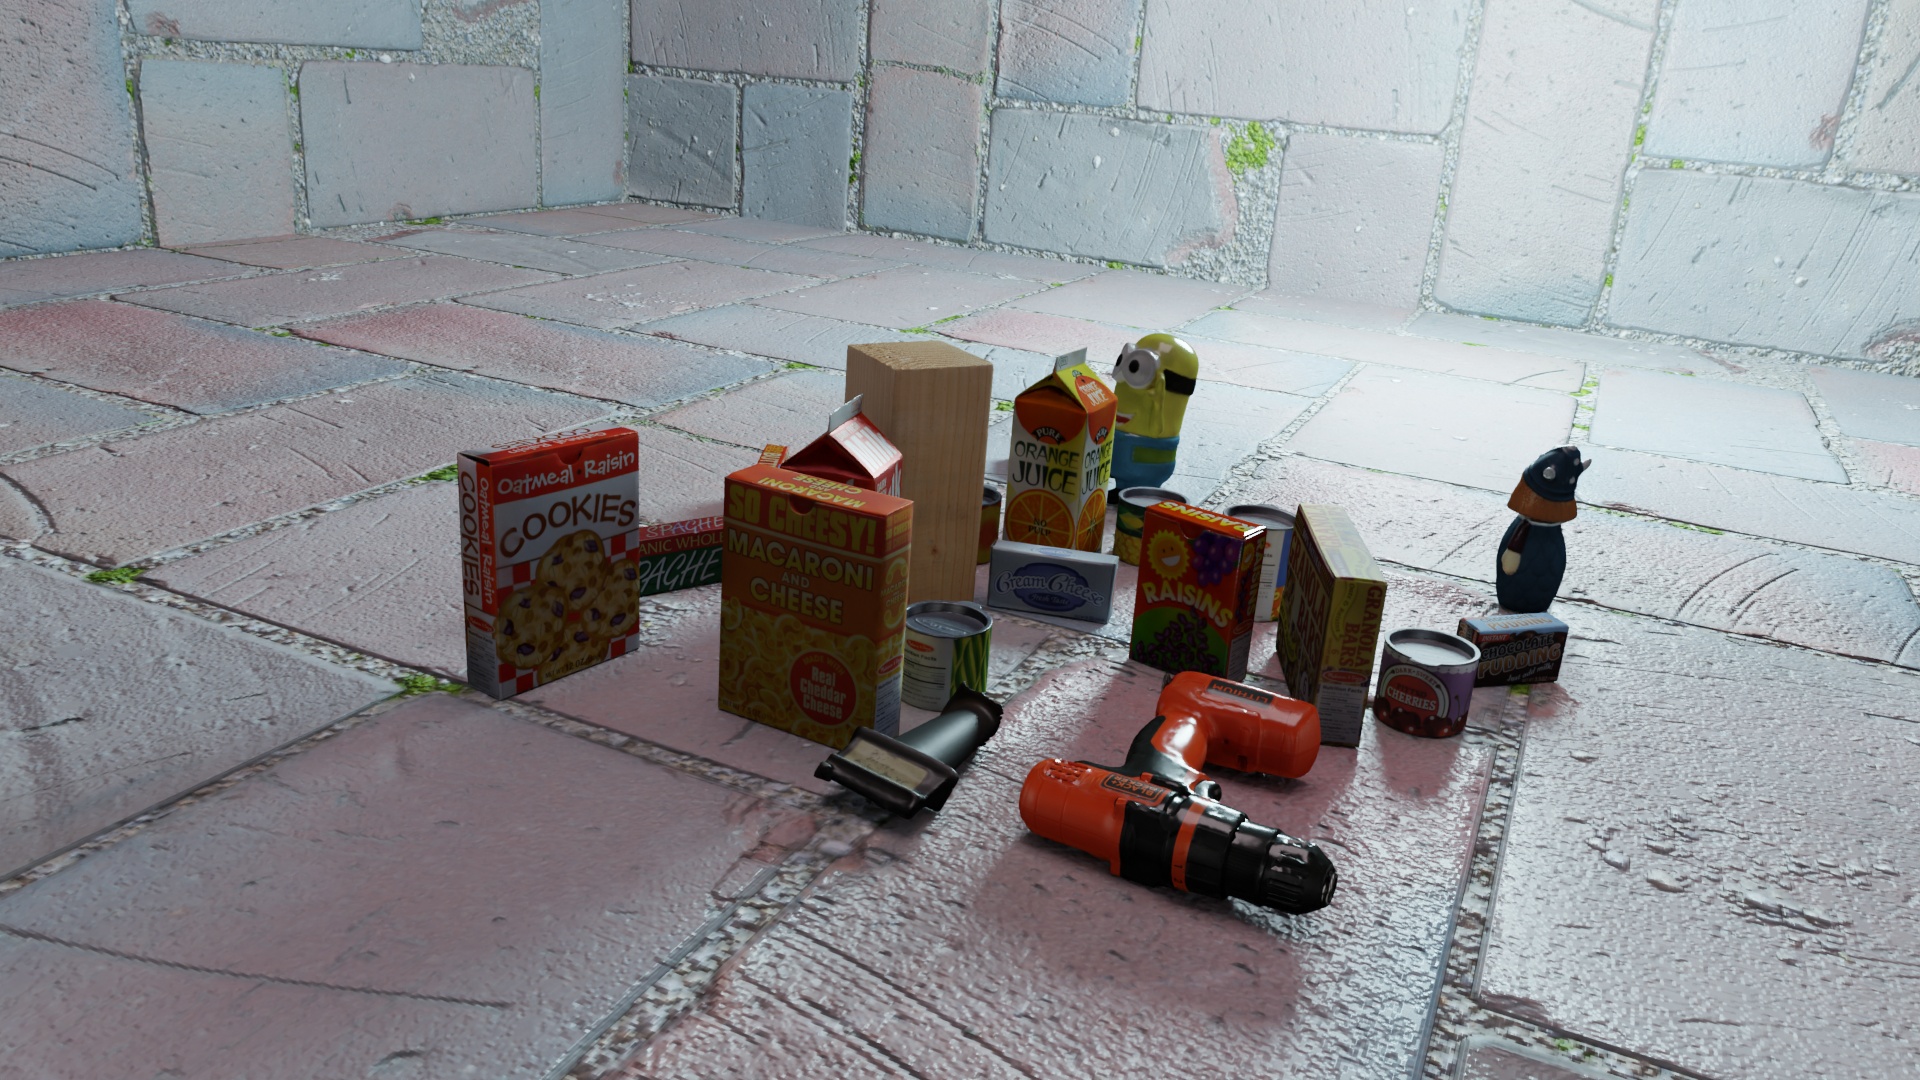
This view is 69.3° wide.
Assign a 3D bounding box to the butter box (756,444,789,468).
[{"bbox_3d":[-0.182,-0.054,1.332,0.024,0.053,0.104,4,19,-2],"label":"butter box"}]

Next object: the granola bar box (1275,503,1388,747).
[{"bbox_3d":[0.265,0.057,1.009,0.039,0.123,0.166,5,19,3],"label":"granola bar box"}]

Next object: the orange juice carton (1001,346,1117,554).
[{"bbox_3d":[0.090,-0.075,1.241,0.073,0.192,0.072,14,21,25],"label":"orange juice carton"}]

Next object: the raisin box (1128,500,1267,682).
[{"bbox_3d":[0.175,0.040,1.038,0.086,0.123,0.040,19,24,37],"label":"raisin box"}]

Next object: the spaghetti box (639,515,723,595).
[{"bbox_3d":[-0.194,0.005,1.165,0.251,0.050,0.029,-11,24,-36],"label":"spaghetti box"}]

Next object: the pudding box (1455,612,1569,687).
[{"bbox_3d":[0.425,0.084,1.077,0.084,0.049,0.030,-2,20,-17],"label":"pudding box"}]

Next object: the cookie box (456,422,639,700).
[{"bbox_3d":[-0.278,0.011,0.955,0.040,0.166,0.123,17,23,33],"label":"cookie box"}]

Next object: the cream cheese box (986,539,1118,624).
[{"bbox_3d":[0.075,0.033,1.139,0.104,0.053,0.024,8,19,11],"label":"cream cheese box"}]

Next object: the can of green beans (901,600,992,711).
[{"bbox_3d":[-0.012,0.081,0.979,0.071,0.057,0.071,4,19,-1],"label":"can of green beans"}]

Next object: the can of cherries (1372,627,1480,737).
[{"bbox_3d":[0.331,0.102,0.994,0.071,0.058,0.072,4,19,-1],"label":"can of cherries"}]

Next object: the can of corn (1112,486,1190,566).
[{"bbox_3d":[0.177,-0.011,1.282,0.071,0.058,0.071,4,19,-1],"label":"can of corn"}]

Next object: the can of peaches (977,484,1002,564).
[{"bbox_3d":[0.004,-0.016,1.257,0.071,0.057,0.071,4,19,-1],"label":"can of peaches"}]

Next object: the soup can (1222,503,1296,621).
[{"bbox_3d":[0.251,0.018,1.177,0.071,0.083,0.071,4,19,-1],"label":"soup can"}]

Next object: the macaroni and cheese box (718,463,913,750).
[{"bbox_3d":[-0.096,0.045,0.900,0.124,0.165,0.040,14,21,25],"label":"macaroni and cheese box"}]

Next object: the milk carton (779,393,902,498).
[{"bbox_3d":[-0.088,-0.008,1.015,0.073,0.189,0.072,9,19,12],"label":"milk carton"}]
